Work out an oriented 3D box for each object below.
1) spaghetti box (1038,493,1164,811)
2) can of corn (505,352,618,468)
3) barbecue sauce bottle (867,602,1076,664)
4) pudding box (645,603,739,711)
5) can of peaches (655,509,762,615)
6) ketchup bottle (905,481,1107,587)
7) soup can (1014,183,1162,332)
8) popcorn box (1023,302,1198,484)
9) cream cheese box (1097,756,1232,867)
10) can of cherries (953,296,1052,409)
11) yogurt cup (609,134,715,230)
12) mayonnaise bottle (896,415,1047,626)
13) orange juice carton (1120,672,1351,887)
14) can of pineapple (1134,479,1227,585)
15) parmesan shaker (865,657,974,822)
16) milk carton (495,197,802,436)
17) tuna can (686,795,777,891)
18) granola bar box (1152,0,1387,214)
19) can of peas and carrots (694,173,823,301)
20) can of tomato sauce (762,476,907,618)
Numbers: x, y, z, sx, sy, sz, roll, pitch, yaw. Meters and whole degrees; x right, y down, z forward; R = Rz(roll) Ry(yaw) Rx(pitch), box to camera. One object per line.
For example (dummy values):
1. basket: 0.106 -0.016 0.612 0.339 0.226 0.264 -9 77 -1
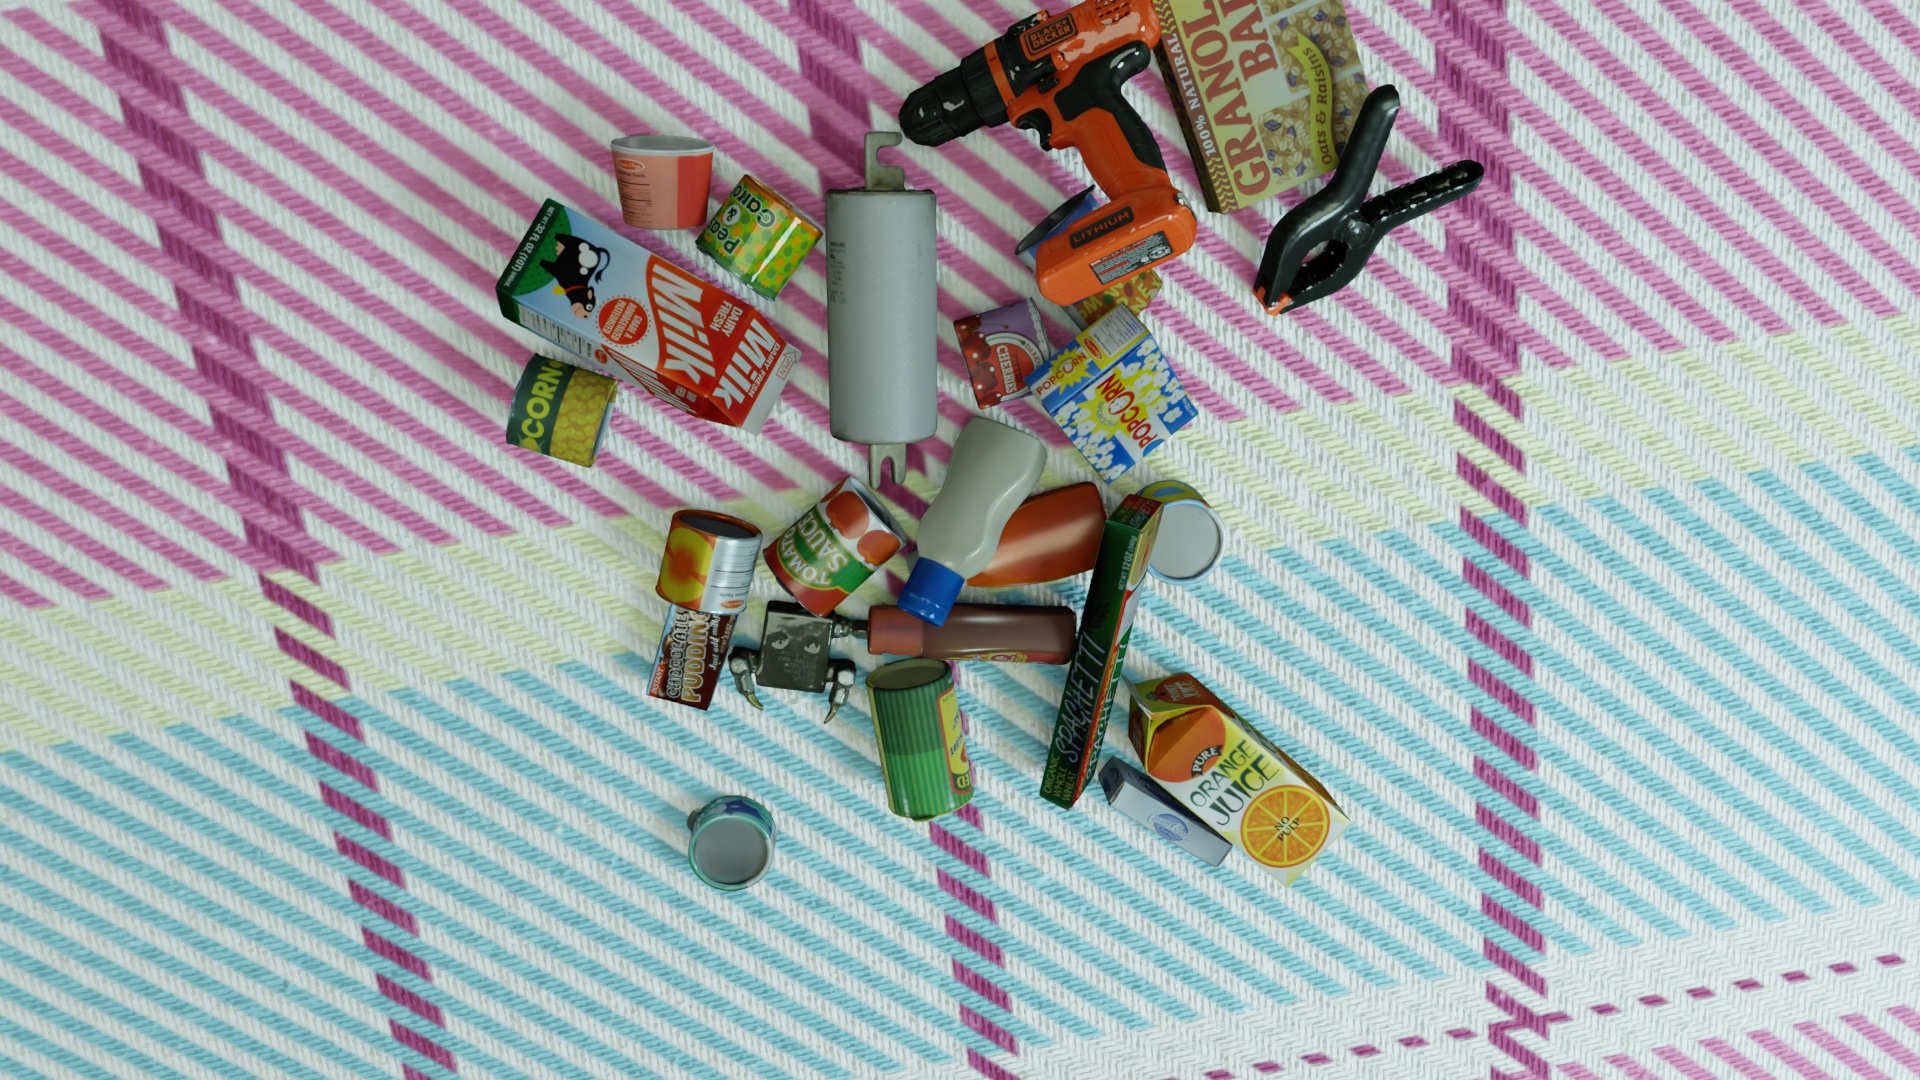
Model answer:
1. spaghetti box: 0.100 0.086 1.005 0.029 0.050 0.248 21 121 18
2. can of corn: -0.274 -0.089 0.956 0.058 0.071 0.071 17 103 -9
3. barbecue sauce bottle: 0.007 0.067 1.017 0.149 0.064 0.044 3 82 -8
4. pudding box: -0.197 0.078 1.026 0.050 0.030 0.083 18 103 -7
5. can of peaches: -0.181 0.014 0.993 0.071 0.071 0.058 14 104 -8
6. ketchup bottle: 0.035 0.006 1.017 0.149 0.043 0.064 -16 96 1
7. soup can: 0.091 -0.190 0.957 0.071 0.071 0.083 -41 104 7
8. popcorn box: 0.106 -0.099 0.959 0.085 0.126 0.038 -39 59 6
9. cream cheese box: 0.157 0.209 1.074 0.104 0.053 0.024 32 99 -11
10. can of cherries: 0.031 -0.129 0.967 0.058 0.071 0.071 -16 105 1
11. yogurt cup: -0.198 -0.239 0.927 0.072 0.072 0.053 1 113 -4
12. mayonnaise bottle: 0.003 -0.012 0.980 0.065 0.041 0.148 23 79 24
13. orange juice carton: 0.197 0.169 1.057 0.192 0.072 0.073 40 98 -13
14. can of pineapple: 0.154 -0.005 1.015 0.071 0.058 0.070 -1 105 -4
15. parmesan shaker: -0.030 0.147 1.035 0.071 0.071 0.102 -10 105 -1
16. milk carton: -0.206 -0.144 0.935 0.190 0.073 0.072 28 77 -10
17. tuna can: -0.177 0.232 1.066 0.071 0.033 0.071 -1 105 -4
18. granola bar box: 0.203 -0.323 0.945 0.124 0.039 0.165 -22 105 1
19. can of peas and carrots: -0.137 -0.205 0.936 0.071 0.071 0.058 37 99 -12
20. can of tomato sauce: -0.090 0.004 0.994 0.083 0.071 0.071 -41 104 6
